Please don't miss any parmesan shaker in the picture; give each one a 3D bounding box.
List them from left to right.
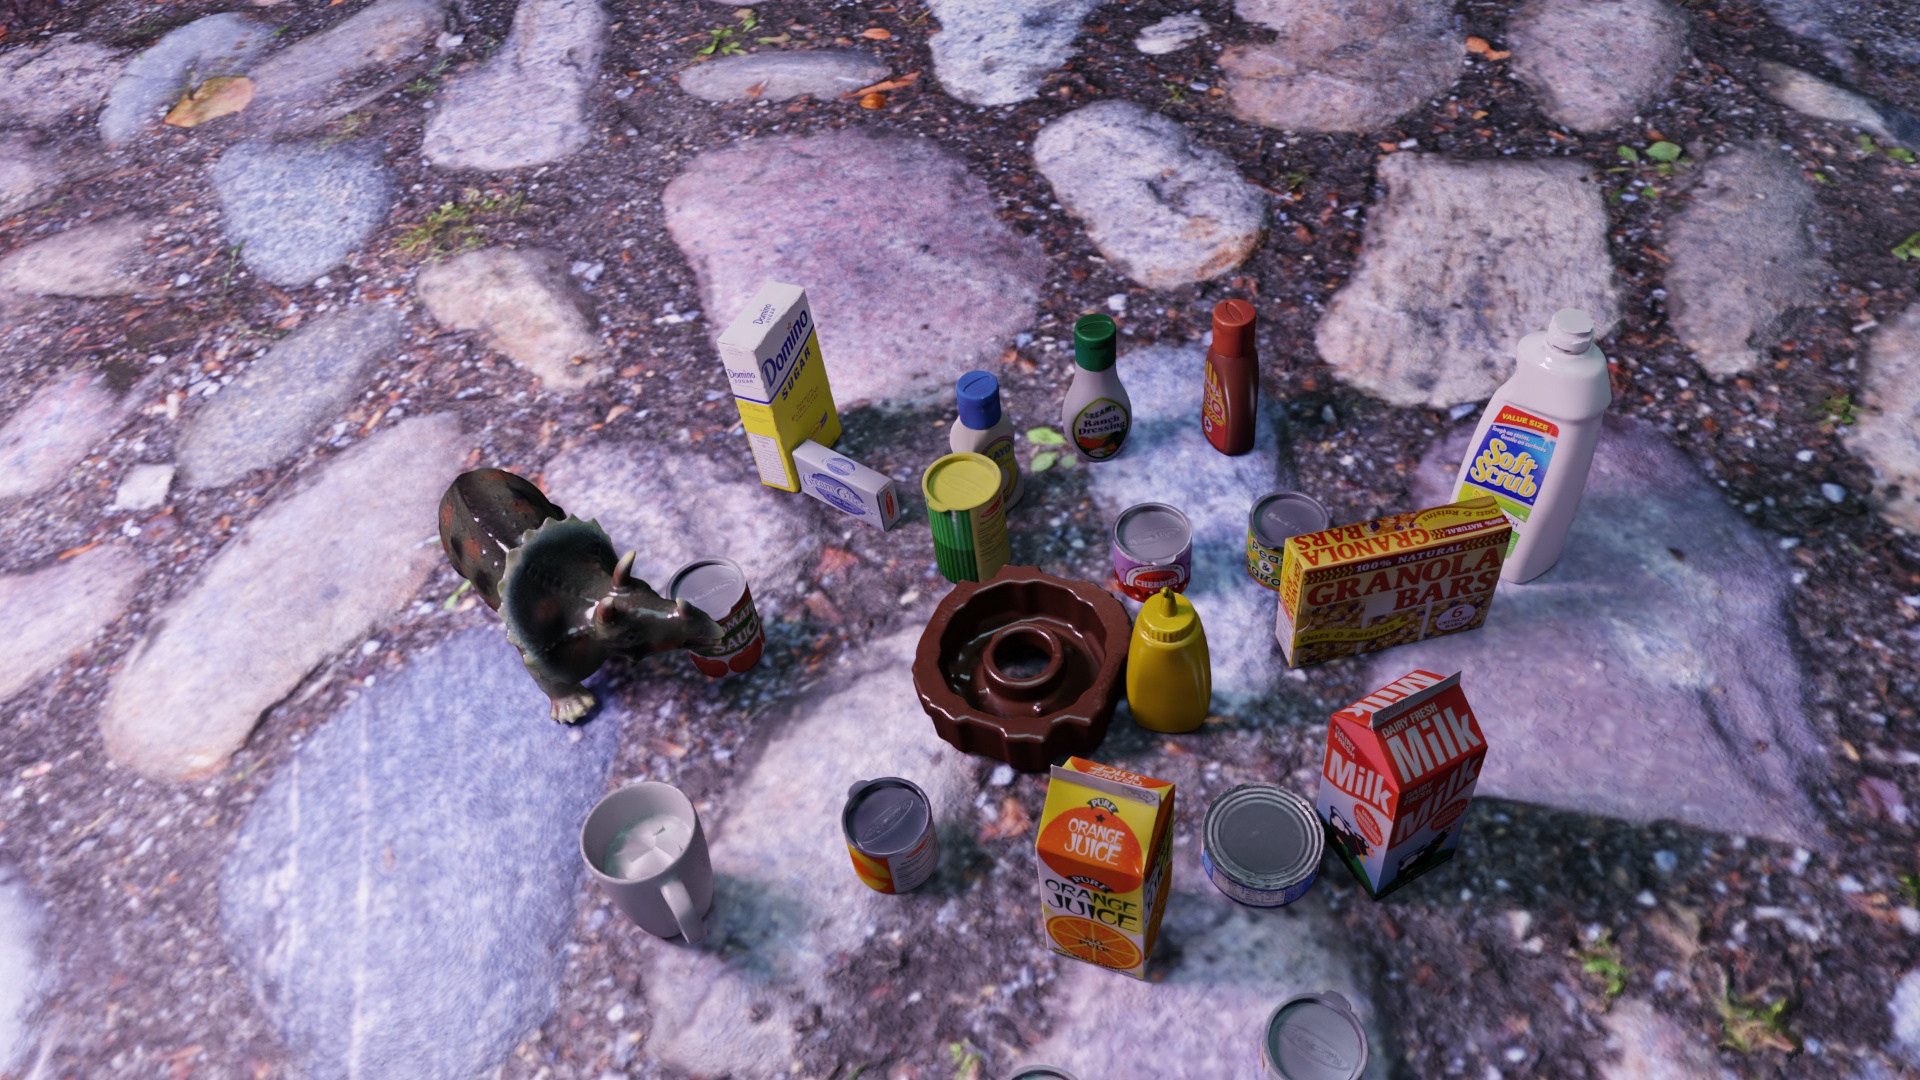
[{"bbox_3d":[0.004,-0.015,1.187,0.071,0.102,0.072,-4,48,4],"label":"parmesan shaker"}]

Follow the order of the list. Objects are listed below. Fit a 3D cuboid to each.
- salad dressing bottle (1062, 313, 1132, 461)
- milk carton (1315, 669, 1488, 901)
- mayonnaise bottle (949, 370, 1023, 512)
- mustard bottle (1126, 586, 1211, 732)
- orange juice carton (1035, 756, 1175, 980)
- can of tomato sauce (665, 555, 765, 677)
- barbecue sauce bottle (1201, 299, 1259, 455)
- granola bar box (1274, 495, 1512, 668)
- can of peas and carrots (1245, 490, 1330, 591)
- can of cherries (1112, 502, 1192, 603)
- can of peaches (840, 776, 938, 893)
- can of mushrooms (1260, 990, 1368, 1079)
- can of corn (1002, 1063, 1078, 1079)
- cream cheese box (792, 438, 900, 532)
[{"bbox_3d":[0.122,-0.137,1.252,0.064,0.146,0.044,-10,48,-2],"label":"salad dressing bottle"},{"bbox_3d":[0.296,0.157,0.938,0.072,0.189,0.074,-24,50,-14],"label":"milk carton"},{"bbox_3d":[0.021,-0.082,1.215,0.065,0.147,0.041,-33,53,-21],"label":"mayonnaise bottle"},{"bbox_3d":[0.157,0.084,1.041,0.065,0.159,0.049,3,49,10],"label":"mustard bottle"},{"bbox_3d":[0.097,0.208,0.916,0.072,0.191,0.073,13,51,18],"label":"orange juice carton"},{"bbox_3d":[-0.201,0.066,1.154,0.071,0.082,0.071,-4,48,4],"label":"can of tomato sauce"},{"bbox_3d":[0.243,-0.148,1.246,0.044,0.147,0.065,-16,48,-7],"label":"barbecue sauce bottle"},{"bbox_3d":[0.336,0.034,1.087,0.166,0.123,0.039,-12,48,-3],"label":"granola bar box"},{"bbox_3d":[0.273,0.002,1.167,0.071,0.058,0.071,-4,48,4],"label":"can of peas and carrots"},{"bbox_3d":[0.162,0.013,1.172,0.071,0.058,0.072,-4,48,4],"label":"can of cherries"},{"bbox_3d":[-0.052,0.215,1.019,0.071,0.057,0.071,-4,48,4],"label":"can of peaches"},{"bbox_3d":[0.229,0.329,0.898,0.071,0.033,0.071,-4,48,4],"label":"can of mushrooms"},{"bbox_3d":[0.053,0.372,0.865,0.071,0.058,0.071,-4,48,4],"label":"can of corn"},{"bbox_3d":[-0.104,-0.050,1.266,0.104,0.053,0.024,26,57,27],"label":"cream cheese box"}]
